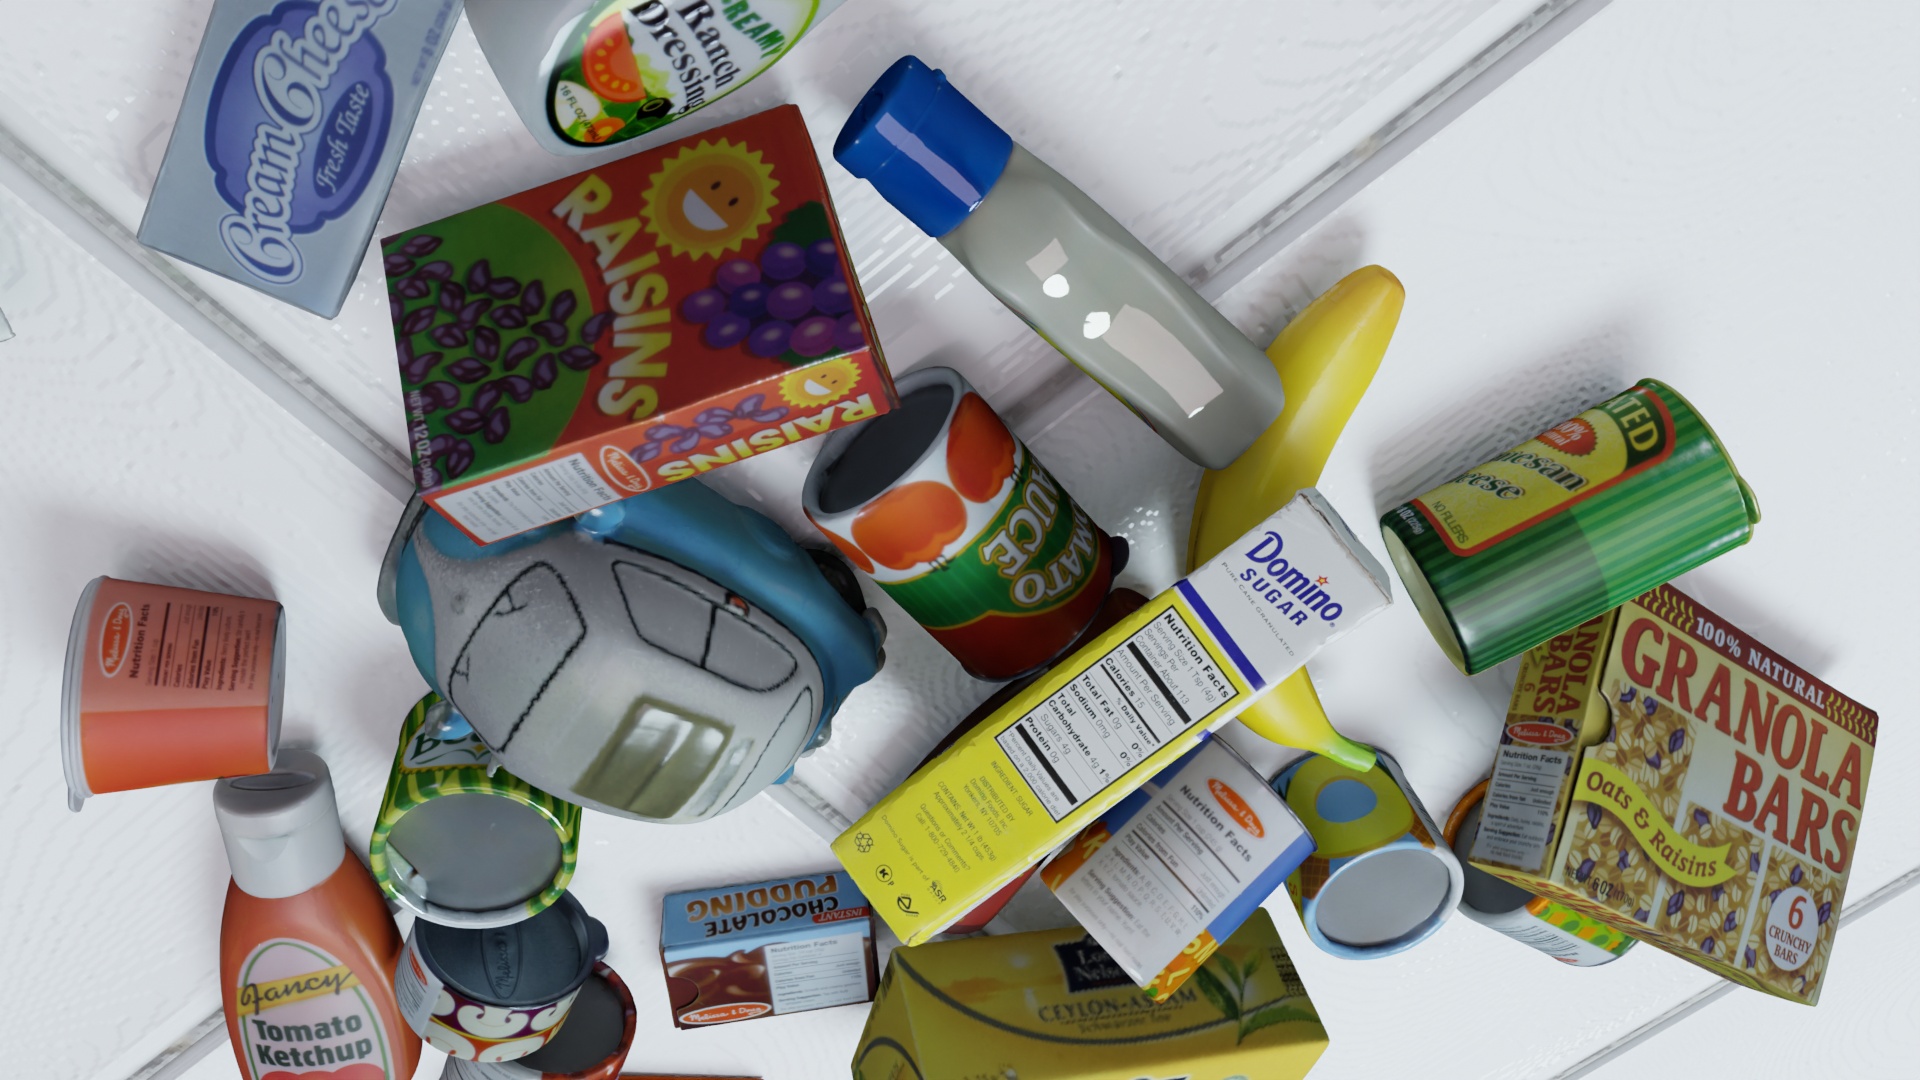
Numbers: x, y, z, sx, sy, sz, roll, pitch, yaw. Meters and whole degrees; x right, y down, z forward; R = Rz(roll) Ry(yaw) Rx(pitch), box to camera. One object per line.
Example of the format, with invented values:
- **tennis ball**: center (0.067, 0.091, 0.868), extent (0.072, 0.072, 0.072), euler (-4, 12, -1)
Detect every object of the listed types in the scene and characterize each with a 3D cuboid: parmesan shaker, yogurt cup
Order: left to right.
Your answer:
- **yogurt cup**: center (-0.243, 0.046, 0.435), extent (0.054, 0.073, 0.072), euler (3, 121, -22)
- **parmesan shaker**: center (0.209, -0.003, 0.485), extent (0.103, 0.071, 0.071), euler (-28, 122, 7)

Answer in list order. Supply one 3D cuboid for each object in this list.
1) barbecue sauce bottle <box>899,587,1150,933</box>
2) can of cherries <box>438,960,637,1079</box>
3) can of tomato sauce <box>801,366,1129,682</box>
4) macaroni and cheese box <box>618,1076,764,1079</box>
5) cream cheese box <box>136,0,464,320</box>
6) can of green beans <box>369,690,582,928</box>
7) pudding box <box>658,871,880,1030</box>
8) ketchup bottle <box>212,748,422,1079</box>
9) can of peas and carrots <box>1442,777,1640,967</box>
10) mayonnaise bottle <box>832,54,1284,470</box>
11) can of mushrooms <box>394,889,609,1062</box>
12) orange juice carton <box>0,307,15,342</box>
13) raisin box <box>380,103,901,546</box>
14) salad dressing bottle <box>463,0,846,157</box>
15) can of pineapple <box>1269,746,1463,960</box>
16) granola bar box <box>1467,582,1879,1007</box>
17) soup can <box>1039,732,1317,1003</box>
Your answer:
- **barbecue sauce bottle**: center (0.025, 0.082, 0.518), extent (0.065, 0.044, 0.148), euler (26, 113, -32)
- **can of cherries**: center (-0.165, 0.202, 0.544), extent (0.071, 0.072, 0.058), euler (15, 116, -19)
- **can of tomato sauce**: center (0.002, -0.006, 0.446), extent (0.071, 0.071, 0.083), euler (-37, 120, 12)
- **macaroni and cheese box**: center (-0.161, 0.311, 0.624), extent (0.124, 0.040, 0.165), euler (7, 119, -16)
- **cream cheese box**: center (-0.175, -0.115, 0.372), extent (0.053, 0.024, 0.103), euler (23, 114, -22)
- **can of green beans**: center (-0.164, 0.090, 0.478), extent (0.071, 0.058, 0.071), euler (-5, 122, -8)
- **pudding box**: center (-0.076, 0.164, 0.557), extent (0.084, 0.030, 0.049), euler (-7, 123, -7)
- **ketchup bottle**: center (-0.238, 0.144, 0.506), extent (0.065, 0.044, 0.148), euler (-1, 121, -10)
- **can of peas and carrots**: center (0.245, 0.135, 0.581), extent (0.058, 0.071, 0.070), euler (27, 113, -23)
- **mayonnaise bottle**: center (0.030, -0.081, 0.412), extent (0.148, 0.065, 0.041), euler (35, 106, -23)
- **can of mushrooms**: center (-0.169, 0.155, 0.513), extent (0.071, 0.071, 0.033), euler (19, 117, -21)
- **orange juice carton**: center (-0.350, -0.055, 0.336), extent (0.193, 0.073, 0.071), euler (-18, 122, -14)
- **raisin box**: center (-0.089, -0.059, 0.384), extent (0.123, 0.086, 0.040), euler (-18, 156, 1)
- **salad dressing bottle**: center (-0.051, -0.151, 0.358), extent (0.148, 0.044, 0.064), euler (-27, 160, -1)
- **can of pineapple**: center (0.159, 0.127, 0.562), extent (0.071, 0.058, 0.070), euler (-5, 122, -8)
- **granola bar box**: center (0.283, 0.095, 0.540), extent (0.165, 0.039, 0.124), euler (26, 76, -24)
- **soup can**: center (0.082, 0.122, 0.528), extent (0.084, 0.071, 0.071), euler (-43, 121, -6)
